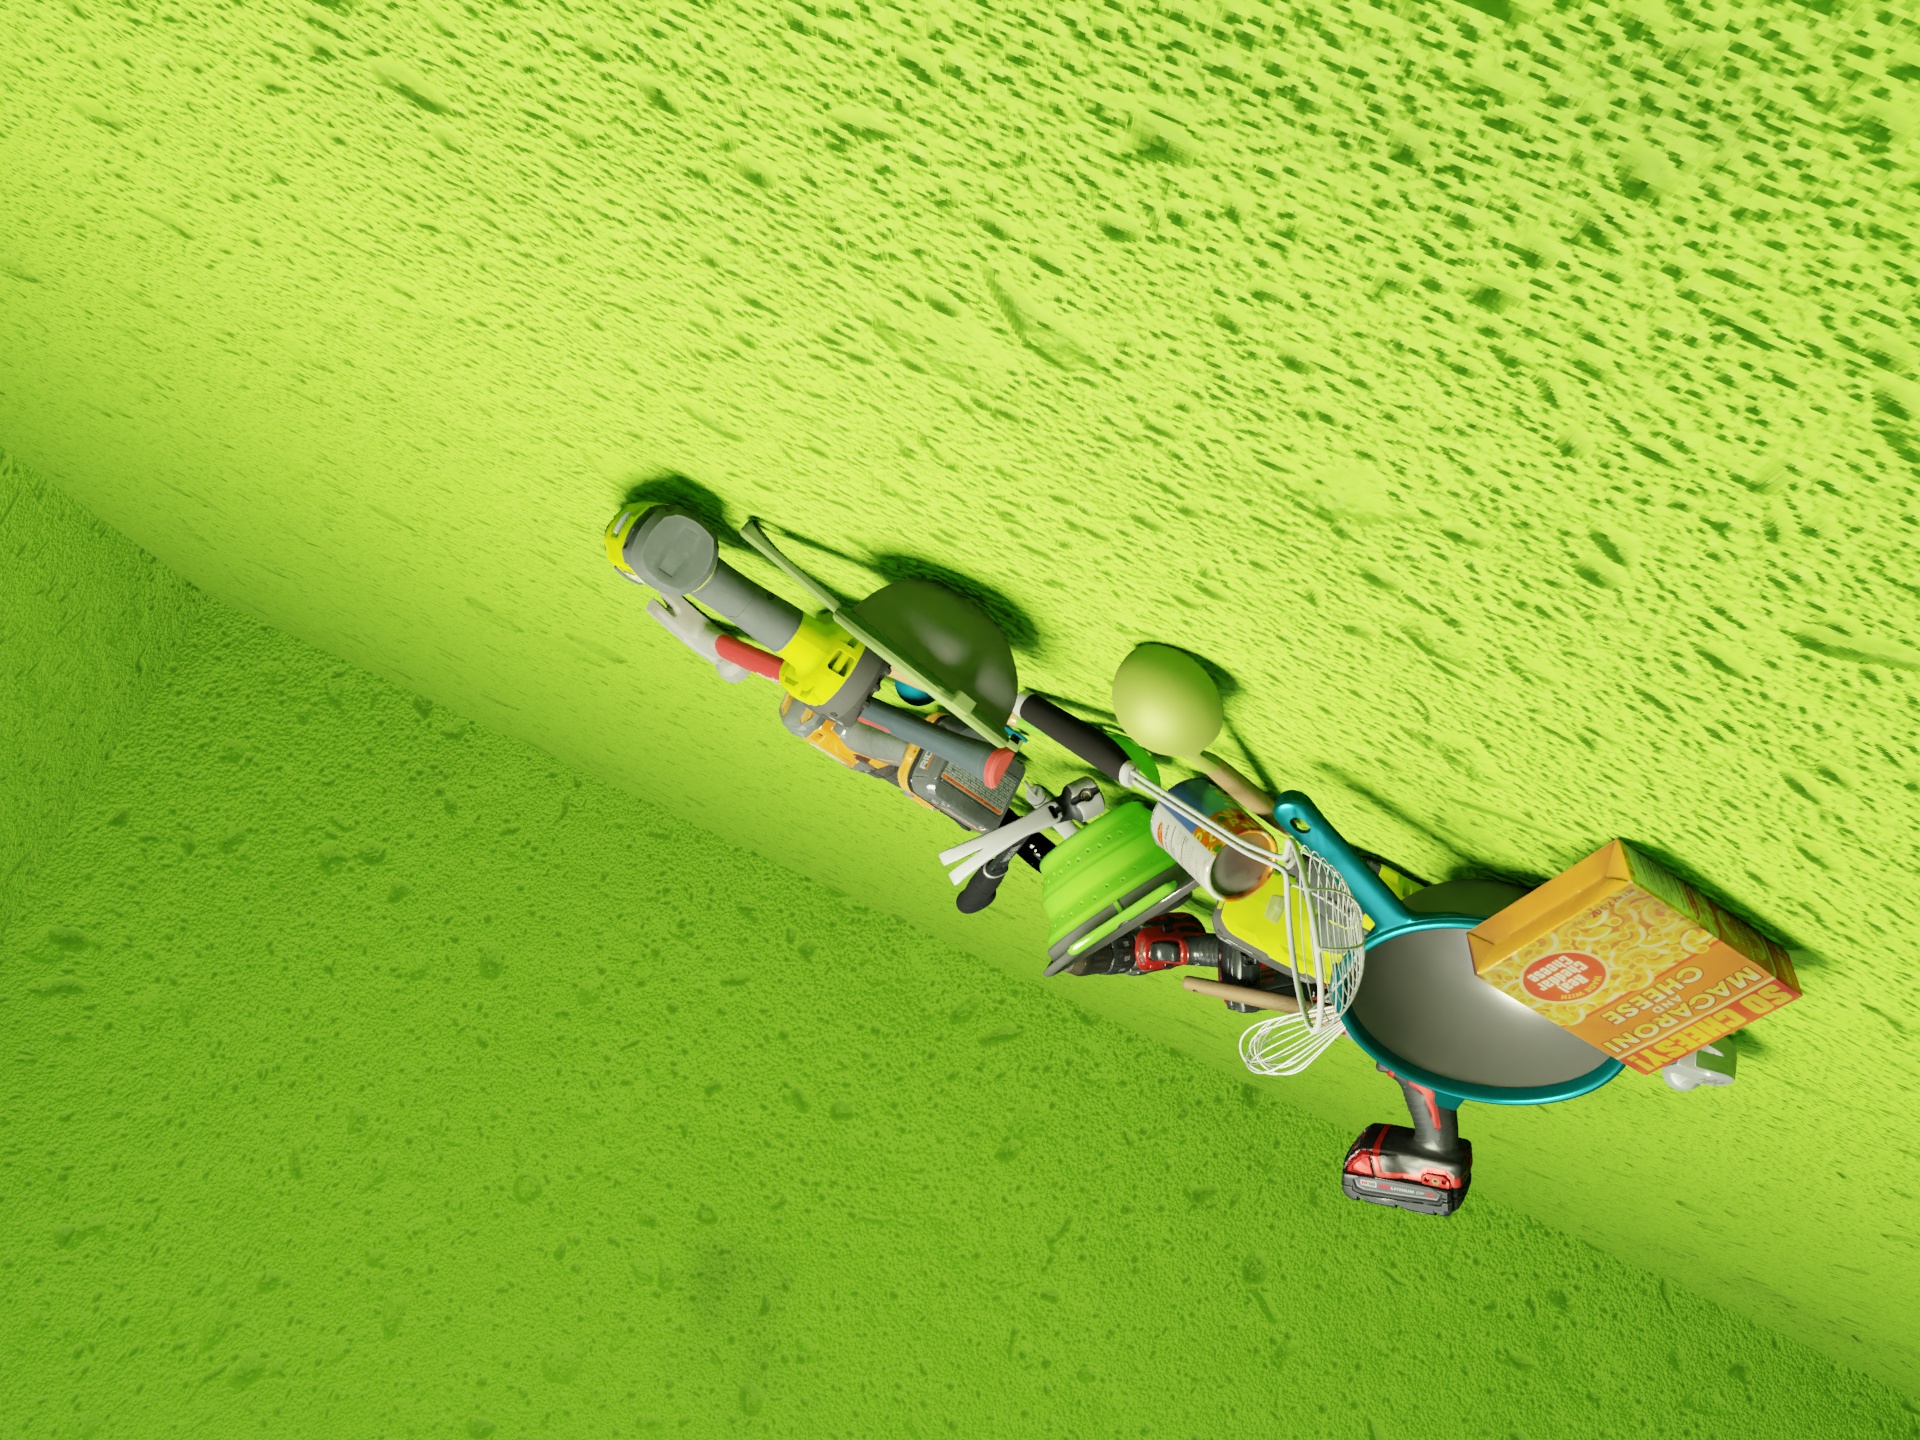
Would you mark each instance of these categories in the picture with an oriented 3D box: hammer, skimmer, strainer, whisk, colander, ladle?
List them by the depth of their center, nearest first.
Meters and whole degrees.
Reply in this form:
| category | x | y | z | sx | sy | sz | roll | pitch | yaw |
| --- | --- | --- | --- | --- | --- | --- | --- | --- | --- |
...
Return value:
| category | x | y | z | sx | sy | sz | roll | pitch | yaw |
| --- | --- | --- | --- | --- | --- | --- | --- | --- | --- |
| strainer | -0.048 | -0.083 | 1.115 | 0.256 | 0.069 | 0.151 | 40 | -179 | 20 |
| skimmer | 0.143 | 0.081 | 1.129 | 0.364 | 0.090 | 0.127 | 35 | 148 | 38 |
| ladle | 0.192 | 0.027 | 1.132 | 0.078 | 0.062 | 0.319 | 20 | 173 | 34 |
| strainer | 0.346 | 0.143 | 1.158 | 0.340 | 0.095 | 0.211 | 45 | 135 | -18 |
| hammer | 0.458 | 0.246 | 1.283 | 0.331 | 0.033 | 0.128 | 12 | 162 | 2 |
| hammer | -0.116 | -0.028 | 1.402 | 0.387 | 0.038 | 0.143 | 23 | 166 | 36 |
| whisk | 0.351 | 0.252 | 1.402 | 0.246 | 0.058 | 0.059 | -35 | 101 | 27 |
| colander | 0.160 | 0.142 | 1.497 | 0.094 | 0.204 | 0.397 | 57 | -170 | 12 |
| hammer | 0.033 | 0.144 | 1.551 | 0.036 | 0.149 | 0.408 | 62 | 167 | 11 |
| strainer | 0.128 | 0.128 | 1.622 | 0.258 | 0.050 | 0.087 | 46 | -162 | -44 |

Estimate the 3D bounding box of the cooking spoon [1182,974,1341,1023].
| category | x | y | z | sx | sy | sz | roll | pitch | yaw |
| --- | --- | --- | --- | --- | --- | --- | --- | --- | --- |
| cooking spoon | 0.358 | 0.271 | 1.453 | 0.319 | 0.017 | 0.068 | 9 | 147 | 21 |

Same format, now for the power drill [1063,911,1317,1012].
| category | x | y | z | sx | sy | sz | roll | pitch | yaw |
| --- | --- | --- | --- | --- | --- | --- | --- | --- | --- |
| power drill | 0.226 | 0.238 | 1.607 | 0.187 | 0.080 | 0.227 | -2 | -179 | -38 |

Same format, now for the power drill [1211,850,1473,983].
| category | x | y | z | sx | sy | sz | roll | pitch | yaw |
| --- | --- | --- | --- | --- | --- | --- | --- | --- | --- |
| power drill | 0.311 | 0.161 | 1.342 | 0.171 | 0.080 | 0.223 | 27 | 163 | -9 |

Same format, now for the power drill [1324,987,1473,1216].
| category | x | y | z | sx | sy | sz | roll | pitch | yaw |
| --- | --- | --- | --- | --- | --- | --- | --- | --- | --- |
| power drill | 0.416 | 0.347 | 1.510 | 0.143 | 0.219 | 0.078 | 4 | -163 | 28 |

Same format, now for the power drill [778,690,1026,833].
| category | x | y | z | sx | sy | sz | roll | pitch | yaw |
| --- | --- | --- | --- | --- | --- | --- | --- | --- | --- |
| power drill | -0.045 | 0.038 | 1.517 | 0.226 | 0.084 | 0.185 | 18 | 168 | 43 |

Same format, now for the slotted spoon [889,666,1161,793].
| category | x | y | z | sx | sy | sz | roll | pitch | yaw |
| --- | --- | --- | --- | --- | --- | --- | --- | --- | --- |
| slotted spoon | 0.026 | -0.012 | 1.300 | 0.314 | 0.031 | 0.070 | 23 | 167 | 21 |

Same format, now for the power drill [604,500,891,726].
| category | x | y | z | sx | sy | sz | roll | pitch | yaw |
| --- | --- | --- | --- | --- | --- | --- | --- | --- | --- |
| power drill | -0.175 | -0.093 | 1.239 | 0.228 | 0.080 | 0.191 | 34 | 175 | -24 |

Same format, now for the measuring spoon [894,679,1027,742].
| category | x | y | z | sx | sy | sz | roll | pitch | yaw |
| --- | --- | --- | --- | --- | --- | --- | --- | --- | --- |
| measuring spoon | -0.002 | -0.004 | 1.384 | 0.128 | 0.021 | 0.042 | 27 | 167 | 1 |
